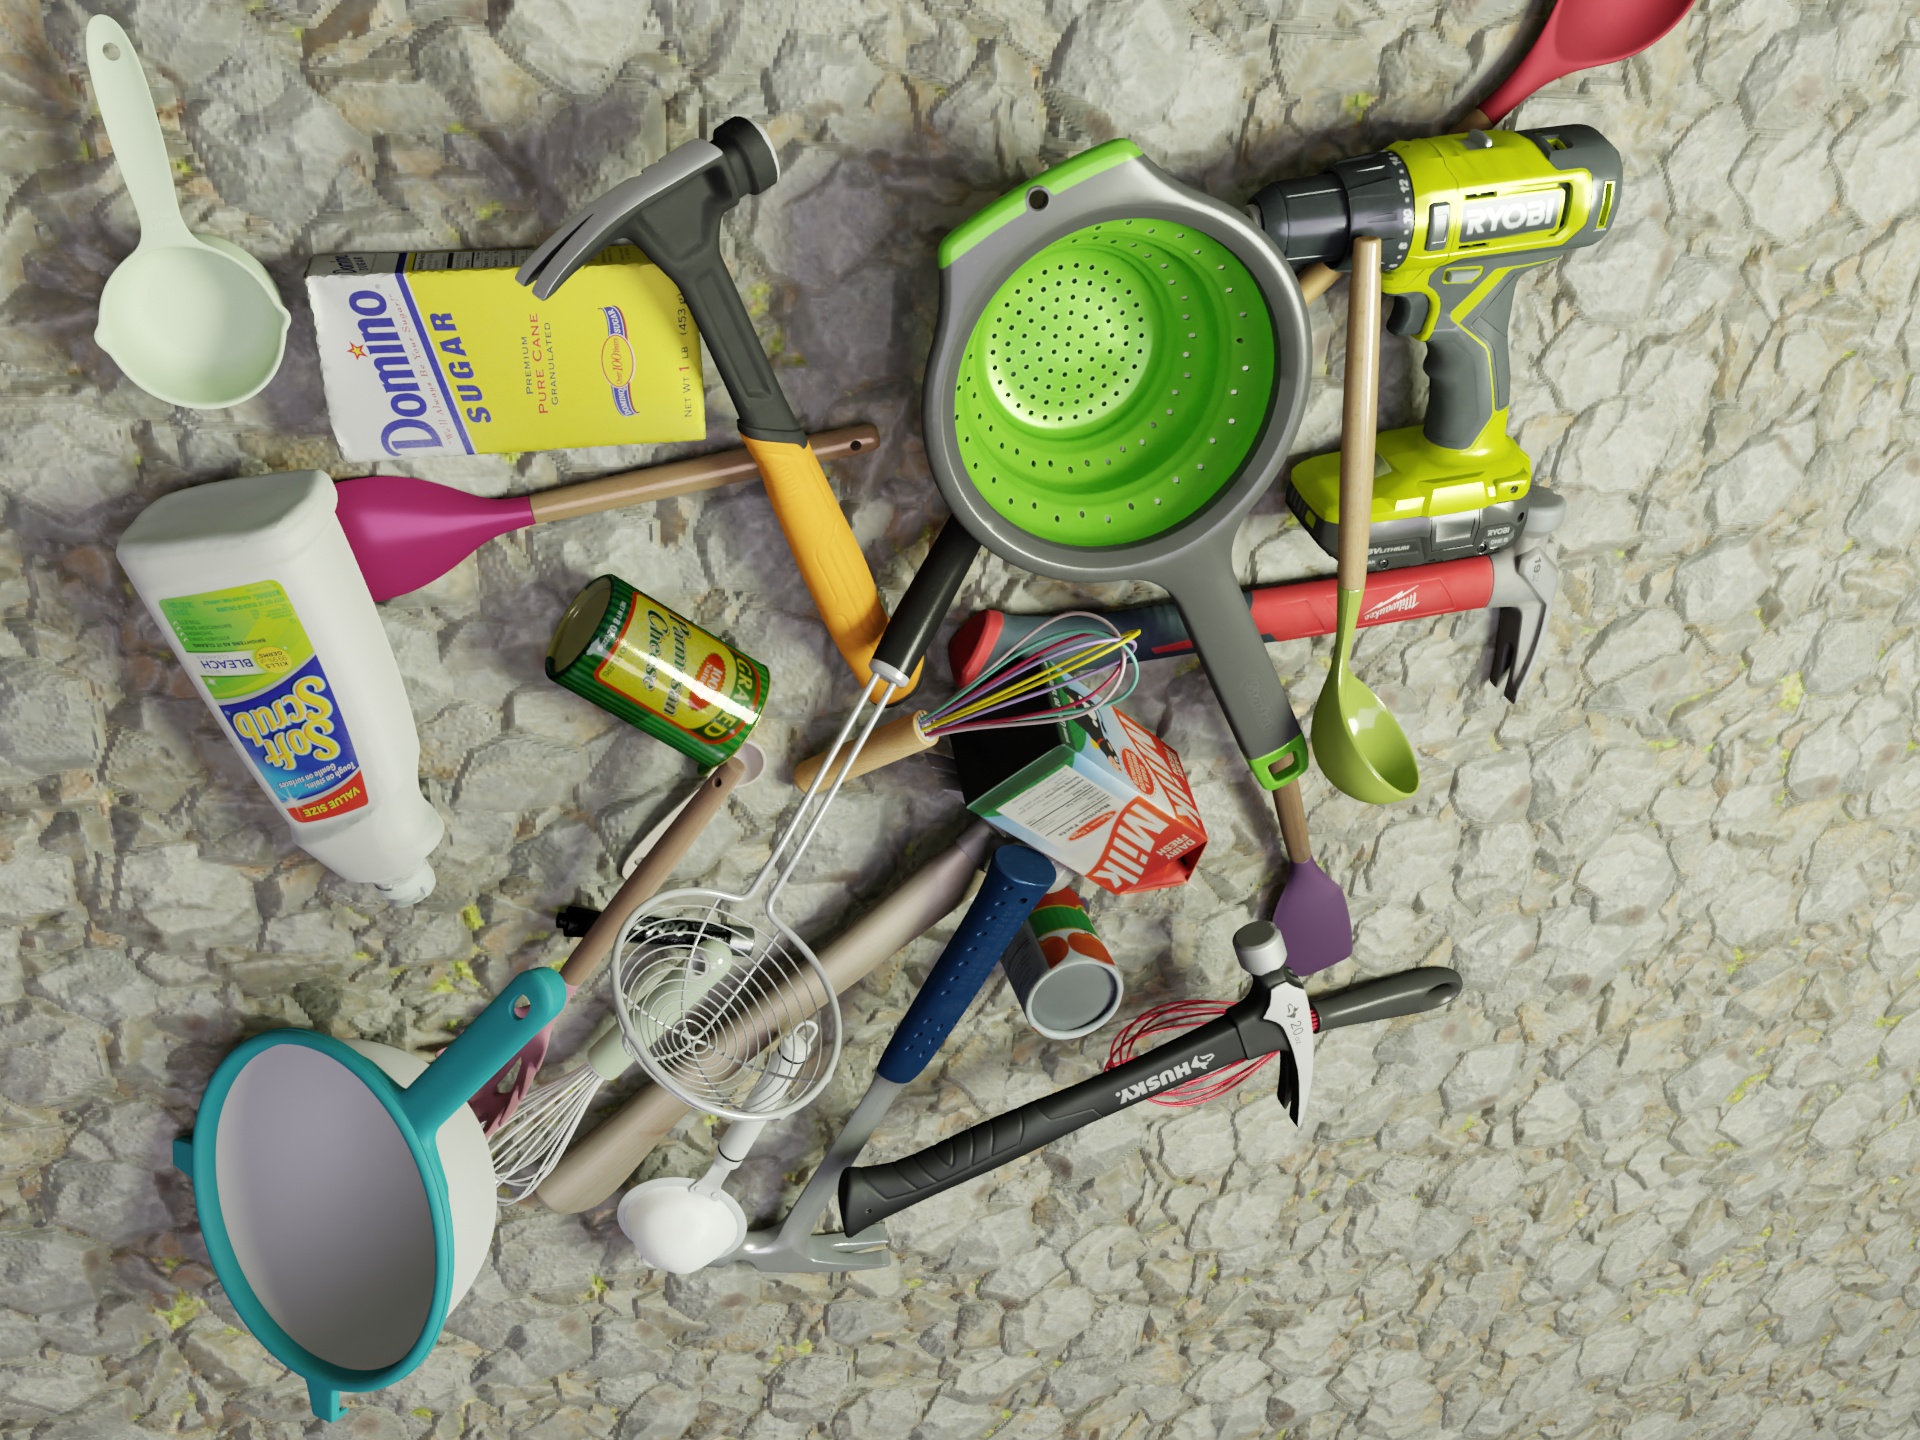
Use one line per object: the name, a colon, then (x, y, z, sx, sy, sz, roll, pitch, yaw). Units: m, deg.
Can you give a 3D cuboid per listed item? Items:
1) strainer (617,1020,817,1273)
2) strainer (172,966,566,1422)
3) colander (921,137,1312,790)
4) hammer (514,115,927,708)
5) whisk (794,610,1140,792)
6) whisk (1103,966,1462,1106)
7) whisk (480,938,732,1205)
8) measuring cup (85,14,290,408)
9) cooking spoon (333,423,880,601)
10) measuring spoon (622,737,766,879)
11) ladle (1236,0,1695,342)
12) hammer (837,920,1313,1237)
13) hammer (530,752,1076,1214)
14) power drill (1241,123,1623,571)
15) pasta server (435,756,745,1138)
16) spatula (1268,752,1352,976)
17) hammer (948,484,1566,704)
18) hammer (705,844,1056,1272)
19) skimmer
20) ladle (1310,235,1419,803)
strainer: (-0.154, 0.286, 1.024, 0.086, 0.050, 0.258, 25, 114, -14)
strainer: (-0.303, 0.233, 0.908, 0.340, 0.211, 0.095, -43, 165, 25)
colander: (0.103, -0.123, 0.868, 0.204, 0.095, 0.396, -29, 124, 1)
hammer: (-0.093, -0.122, 0.807, 0.127, 0.034, 0.336, -38, 136, -14)
whisk: (0.000, -0.003, 0.882, 0.245, 0.047, 0.051, -23, 125, 35)
whisk: (0.234, 0.217, 1.135, 0.295, 0.073, 0.073, -10, 122, -19)
whisk: (-0.228, 0.219, 0.992, 0.246, 0.058, 0.059, -44, 158, 14)
measuring cup: (-0.351, -0.224, 0.705, 0.083, 0.038, 0.167, -11, 120, -11)
cooking spoon: (-0.197, -0.115, 0.826, 0.319, 0.017, 0.068, -14, 124, -9)
measuring spoon: (-0.161, 0.051, 0.941, 0.034, 0.018, 0.124, 34, 112, -30)
ladle: (0.262, -0.302, 0.853, 0.315, 0.031, 0.069, -43, 124, 12)
hammer: (0.075, 0.257, 1.037, 0.335, 0.035, 0.146, -23, 115, -4)
hammer: (-0.120, 0.178, 0.999, 0.410, 0.038, 0.146, -39, 137, 10)
power drill: (0.241, -0.200, 0.861, 0.190, 0.080, 0.228, -10, 128, -8)
pasta server: (-0.219, 0.135, 0.931, 0.060, 0.040, 0.316, 44, 114, 9)
spatula: (0.217, 0.073, 1.045, 0.060, 0.018, 0.315, -23, 132, -2)
hammer: (0.183, -0.050, 0.971, 0.386, 0.038, 0.143, -9, 123, -12)
hammer: (-0.042, 0.236, 1.036, 0.144, 0.035, 0.405, 14, 124, -25)
skimmer: (-0.055, 0.025, 0.812, 0.127, 0.090, 0.363, 32, 75, -16)
ladle: (0.223, -0.097, 0.853, 0.062, 0.078, 0.320, 4, 121, 17)
